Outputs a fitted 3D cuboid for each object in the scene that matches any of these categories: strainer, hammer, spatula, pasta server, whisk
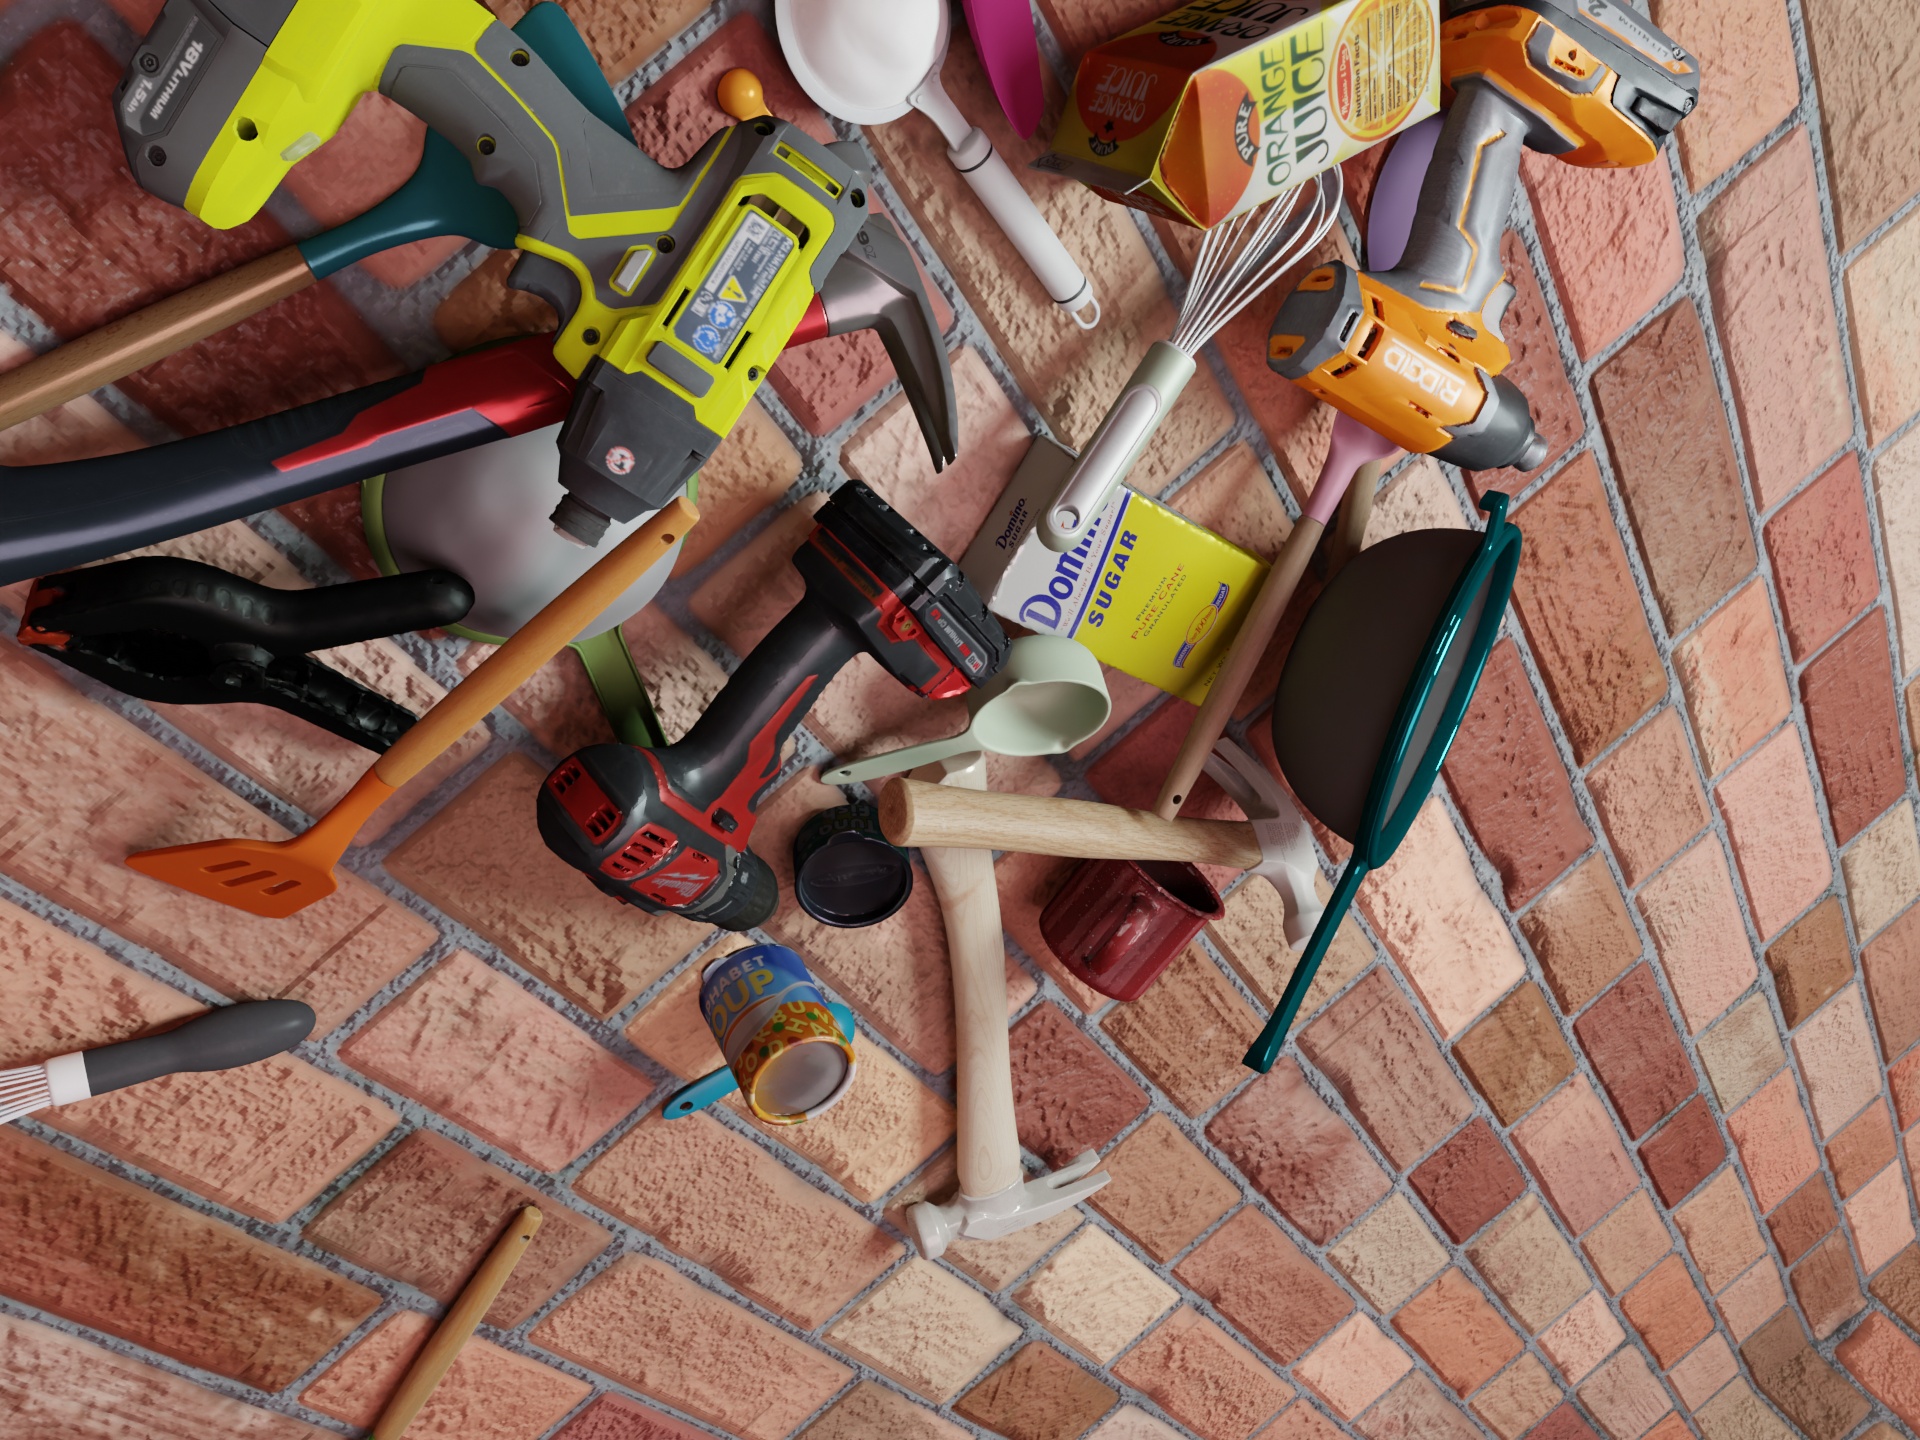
[{"bbox_3d":[0.002,-0.261,0.707,0.087,0.050,0.258,-55,136,-7],"label":"strainer"},{"bbox_3d":[0.211,0.030,0.914,0.340,0.095,0.210,-63,158,-5],"label":"strainer"},{"bbox_3d":[-0.190,-0.111,0.628,0.386,0.038,0.143,-22,91,-17],"label":"hammer"},{"bbox_3d":[0.021,0.185,1.015,0.146,0.038,0.410,-16,126,-16],"label":"hammer"},{"bbox_3d":[-0.232,0.002,0.685,0.322,0.041,0.081,-37,137,18],"label":"spatula"},{"bbox_3d":[0.185,-0.085,0.877,0.060,0.040,0.316,26,93,-20],"label":"pasta server"},{"bbox_3d":[0.090,0.061,0.903,0.331,0.130,0.031,9,147,-40],"label":"hammer"},{"bbox_3d":[-0.445,0.172,0.727,0.284,0.070,0.070,-12,126,-30],"label":"whisk"},{"bbox_3d":[-0.274,-0.165,0.603,0.317,0.044,0.082,-29,107,-8],"label":"spatula"},{"bbox_3d":[0.111,-0.188,0.788,0.058,0.059,0.246,33,89,1],"label":"whisk"},{"bbox_3d":[-0.168,-0.046,0.728,0.151,0.069,0.256,-26,129,-14],"label":"strainer"},{"bbox_3d":[0.239,-0.185,0.910,0.059,0.018,0.315,-5,122,-16],"label":"spatula"}]

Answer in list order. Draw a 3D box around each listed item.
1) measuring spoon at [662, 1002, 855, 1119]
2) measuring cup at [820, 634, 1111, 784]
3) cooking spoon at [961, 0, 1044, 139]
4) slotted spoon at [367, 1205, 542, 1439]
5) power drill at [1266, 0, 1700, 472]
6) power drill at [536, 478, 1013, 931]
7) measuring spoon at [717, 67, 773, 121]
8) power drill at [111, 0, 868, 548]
[{"bbox_3d":[-0.119,0.214,0.964,0.128,0.021,0.042,-26,130,-14],"label":"measuring spoon"},{"bbox_3d":[-0.001,-0.003,0.866,0.167,0.038,0.083,-17,148,15],"label":"measuring cup"},{"bbox_3d":[-0.024,-0.378,0.615,0.017,0.069,0.318,-3,133,27],"label":"cooking spoon"},{"bbox_3d":[-0.340,0.418,0.970,0.070,0.031,0.313,25,104,-41],"label":"slotted spoon"},{"bbox_3d":[0.274,-0.243,0.808,0.164,0.084,0.226,25,96,-20],"label":"power drill"},{"bbox_3d":[-0.083,0.011,0.792,0.226,0.080,0.187,-45,152,-2],"label":"power drill"},{"bbox_3d":[-0.068,-0.234,0.699,0.021,0.011,0.116,-40,132,-1],"label":"measuring spoon"},{"bbox_3d":[-0.168,-0.182,0.571,0.223,0.080,0.171,33,93,-18],"label":"power drill"}]
